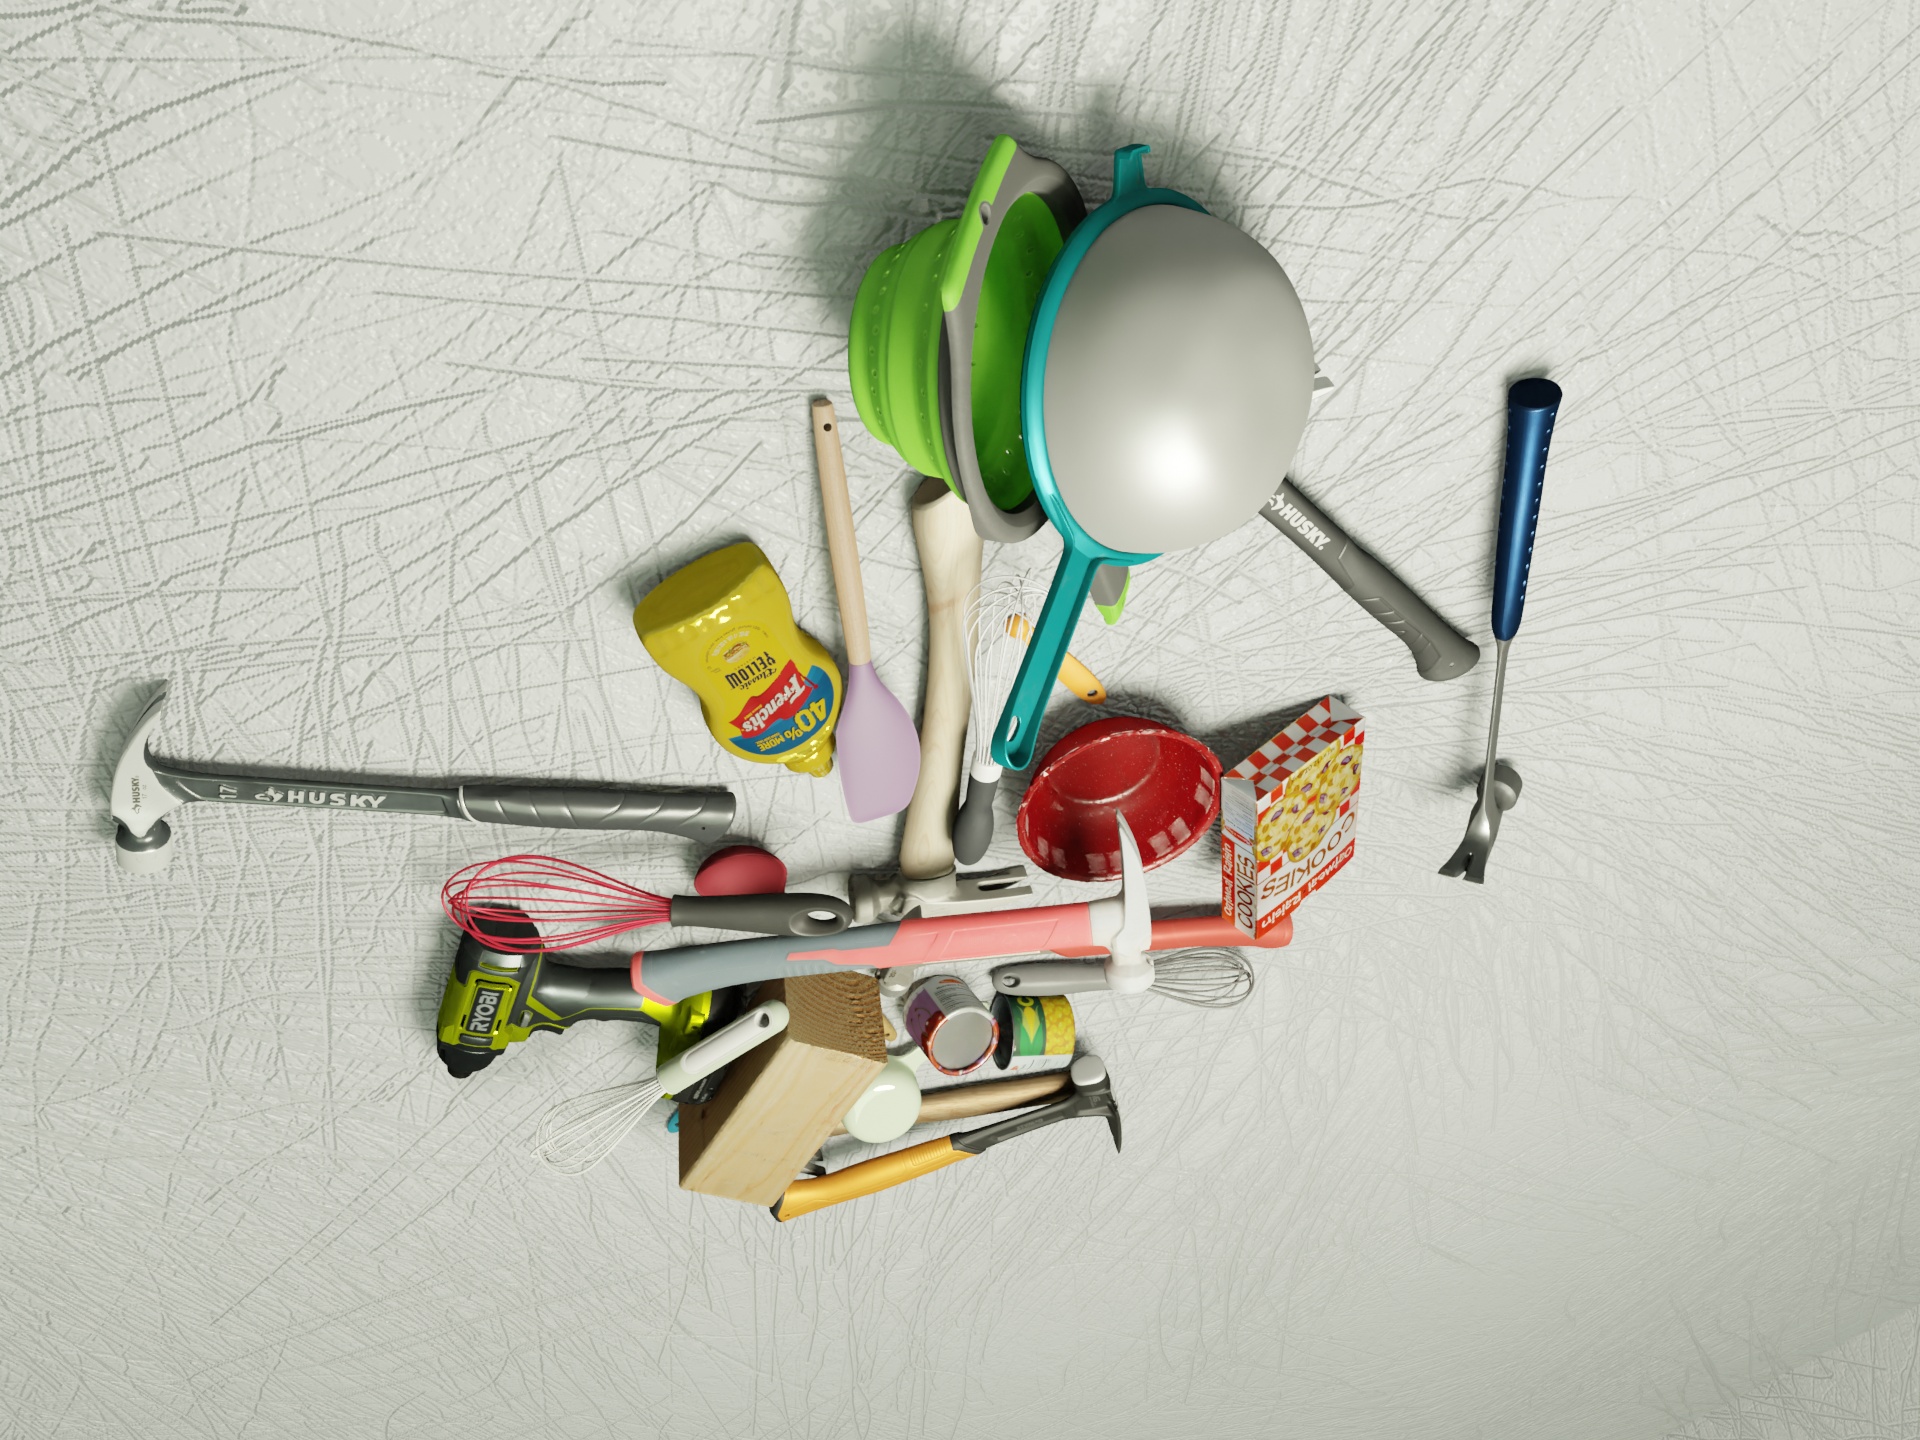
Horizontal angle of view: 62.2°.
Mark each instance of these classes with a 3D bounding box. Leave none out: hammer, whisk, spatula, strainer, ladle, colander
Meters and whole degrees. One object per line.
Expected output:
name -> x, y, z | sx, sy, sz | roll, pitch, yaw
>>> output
hammer -> -0.015, 0.403, 1.475 | 0.337, 0.034, 0.127 | -18, 133, 1
whisk -> 0.144, 0.227, 1.390 | 0.239, 0.055, 0.055 | 0, 132, -10
hammer -> -0.002, -0.004, 1.139 | 0.146, 0.038, 0.410 | -5, 133, -12
hammer -> -0.359, 0.052, 1.096 | 0.408, 0.036, 0.149 | 4, 130, -19
hammer -> -0.025, 0.361, 1.479 | 0.331, 0.031, 0.130 | -6, 133, -10
spatula -> -0.067, -0.062, 1.045 | 0.059, 0.018, 0.315 | -17, 126, -14
strainer -> 0.111, -0.125, 0.871 | 0.210, 0.095, 0.340 | 30, 78, -49
hammer -> 0.396, -0.053, 1.158 | 0.035, 0.144, 0.405 | 14, 133, 25
hammer -> 0.113, 0.180, 1.321 | 0.359, 0.037, 0.149 | -2, 154, -17
whisk -> -0.233, 0.281, 1.229 | 0.246, 0.058, 0.059 | -32, 163, 13
hammer -> -0.055, 0.152, 1.174 | 0.386, 0.038, 0.143 | -7, 115, 3
ladle -> -0.121, 0.186, 1.292 | 0.069, 0.031, 0.315 | -23, 136, 10
hammer -> 0.269, -0.116, 1.104 | 0.146, 0.035, 0.334 | -43, 130, 20
colander -> 0.023, -0.169, 0.948 | 0.094, 0.205, 0.396 | 10, 157, 22
whisk -> 0.024, 0.009, 1.098 | 0.070, 0.070, 0.284 | -3, 137, -12
whisk -> -0.225, 0.135, 1.138 | 0.296, 0.073, 0.073 | 2, 133, 0

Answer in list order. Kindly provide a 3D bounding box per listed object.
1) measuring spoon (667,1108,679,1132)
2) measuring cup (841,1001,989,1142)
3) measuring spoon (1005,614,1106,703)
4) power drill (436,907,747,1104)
measuring spoon -> -0.222, 0.335, 1.407 | 0.042, 0.021, 0.128 | 24, 121, -32
measuring cup -> -0.037, 0.309, 1.400 | 0.167, 0.038, 0.083 | -39, 117, 5
measuring spoon -> 0.071, -0.040, 1.140 | 0.021, 0.011, 0.116 | -36, 131, 18
power drill -> -0.295, 0.235, 1.260 | 0.223, 0.080, 0.171 | 12, 127, -20
